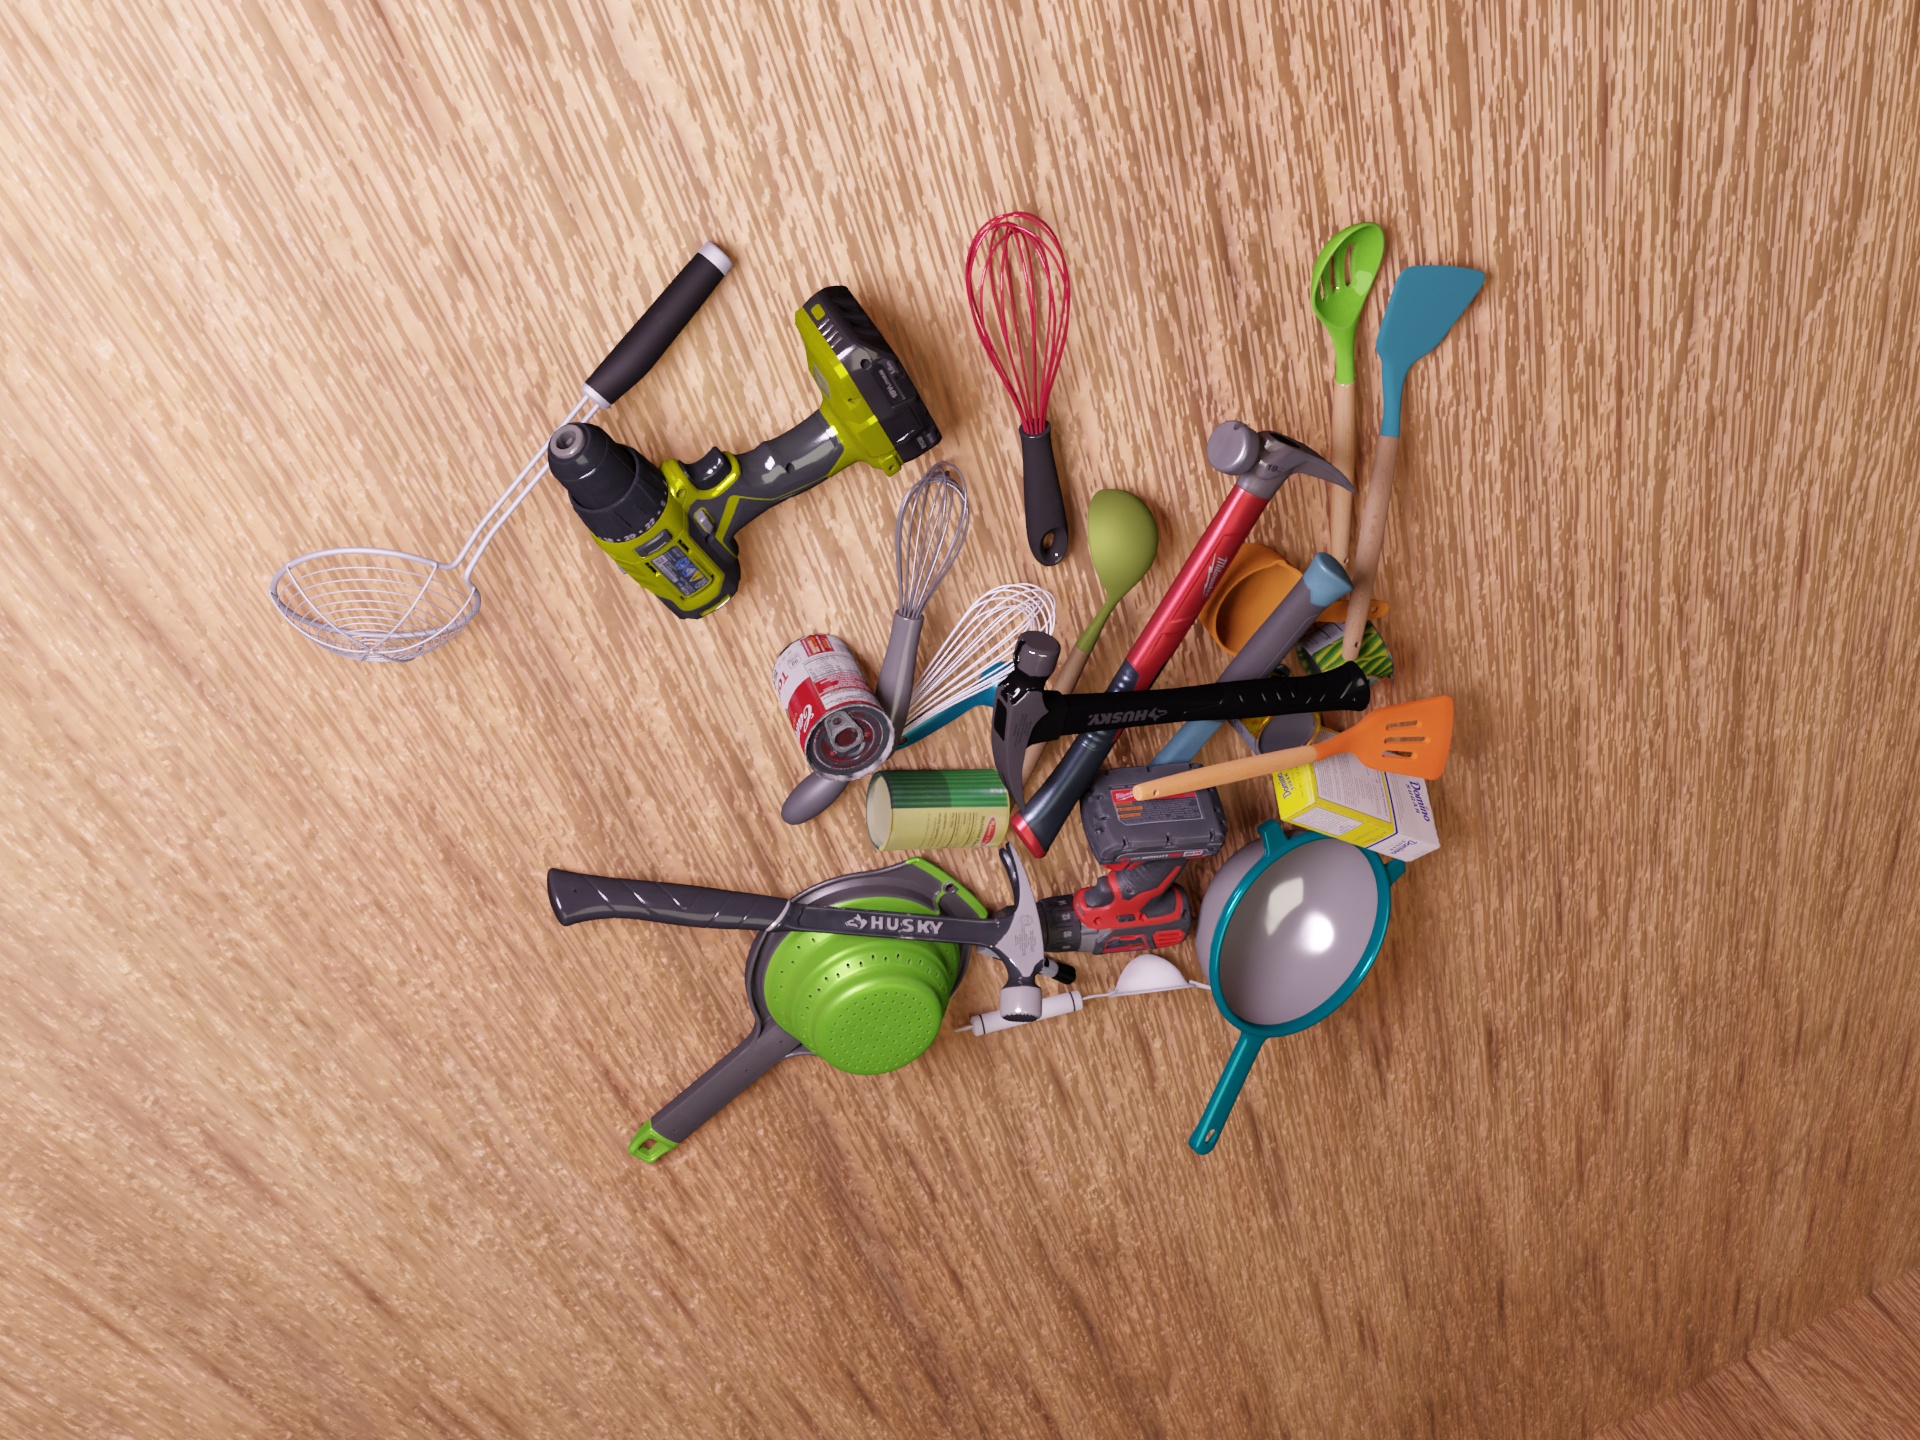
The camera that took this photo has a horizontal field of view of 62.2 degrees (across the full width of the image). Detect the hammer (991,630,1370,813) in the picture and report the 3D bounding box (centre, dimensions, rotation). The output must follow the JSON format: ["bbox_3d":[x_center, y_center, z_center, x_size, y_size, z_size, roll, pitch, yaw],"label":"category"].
[{"bbox_3d":[0.176,-0.008,1.222,0.334,0.035,0.146,-5,128,-26],"label":"hammer"}]

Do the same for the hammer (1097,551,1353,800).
[{"bbox_3d":[0.216,-0.014,1.313,0.128,0.033,0.331,10,136,-26],"label":"hammer"}]

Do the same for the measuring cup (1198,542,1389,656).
[{"bbox_3d":[0.273,-0.103,1.316,0.173,0.052,0.095,-2,125,-25],"label":"measuring cup"}]

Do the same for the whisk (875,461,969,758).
[{"bbox_3d":[-0.035,-0.076,1.179,0.055,0.055,0.238,2,116,-25],"label":"whisk"}]

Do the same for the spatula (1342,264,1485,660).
[{"bbox_3d":[0.340,-0.197,1.255,0.082,0.044,0.317,-4,111,-26],"label":"spatula"}]

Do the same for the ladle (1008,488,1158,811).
[{"bbox_3d":[0.079,-0.045,1.280,0.062,0.078,0.320,30,126,8],"label":"ladle"}]

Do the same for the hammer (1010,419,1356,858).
[{"bbox_3d":[0.157,-0.048,1.238,0.143,0.038,0.386,8,121,-42],"label":"hammer"}]

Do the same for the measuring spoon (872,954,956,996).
[{"bbox_3d":[-0.047,0.230,1.442,0.124,0.018,0.034,32,108,-38],"label":"measuring spoon"}]

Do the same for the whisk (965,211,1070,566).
[{"bbox_3d":[0.051,-0.223,1.127,0.073,0.073,0.295,-20,136,-9],"label":"whisk"}]

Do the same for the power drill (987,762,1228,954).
[{"bbox_3d":[0.125,0.136,1.386,0.188,0.080,0.226,-4,144,-11],"label":"power drill"}]

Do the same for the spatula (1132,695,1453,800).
[{"bbox_3d":[0.284,0.035,1.341,0.322,0.041,0.081,-11,115,-29],"label":"spatula"}]

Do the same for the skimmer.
[{"bbox_3d":[-0.289,-0.176,1.022,0.363,0.090,0.127,-49,150,2],"label":"skimmer"}]

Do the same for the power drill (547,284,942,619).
[{"bbox_3d":[-0.142,-0.177,1.033,0.228,0.080,0.190,-34,151,2],"label":"power drill"}]

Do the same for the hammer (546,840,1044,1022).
[{"bbox_3d":[-0.127,0.155,1.290,0.408,0.149,0.036,8,157,-15],"label":"hammer"}]

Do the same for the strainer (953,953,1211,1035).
[{"bbox_3d":[0.118,0.265,1.528,0.258,0.050,0.087,-13,172,-9],"label":"strainer"}]

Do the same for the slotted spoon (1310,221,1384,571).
[{"bbox_3d":[0.297,-0.242,1.239,0.070,0.031,0.313,-30,135,-21],"label":"slotted spoon"}]

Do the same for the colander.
[{"bbox_3d":[-0.139,0.289,1.387,0.397,0.095,0.204,-41,125,11],"label":"colander"}]

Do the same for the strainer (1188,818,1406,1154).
[{"bbox_3d":[0.273,0.244,1.514,0.210,0.095,0.340,16,102,-34],"label":"strainer"}]

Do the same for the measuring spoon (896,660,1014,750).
[{"bbox_3d":[-0.002,-0.004,1.285,0.128,0.021,0.042,-29,131,-3],"label":"measuring spoon"}]

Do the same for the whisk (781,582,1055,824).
[{"bbox_3d":[-0.037,-0.009,1.248,0.284,0.070,0.070,-40,130,13],"label":"whisk"}]
